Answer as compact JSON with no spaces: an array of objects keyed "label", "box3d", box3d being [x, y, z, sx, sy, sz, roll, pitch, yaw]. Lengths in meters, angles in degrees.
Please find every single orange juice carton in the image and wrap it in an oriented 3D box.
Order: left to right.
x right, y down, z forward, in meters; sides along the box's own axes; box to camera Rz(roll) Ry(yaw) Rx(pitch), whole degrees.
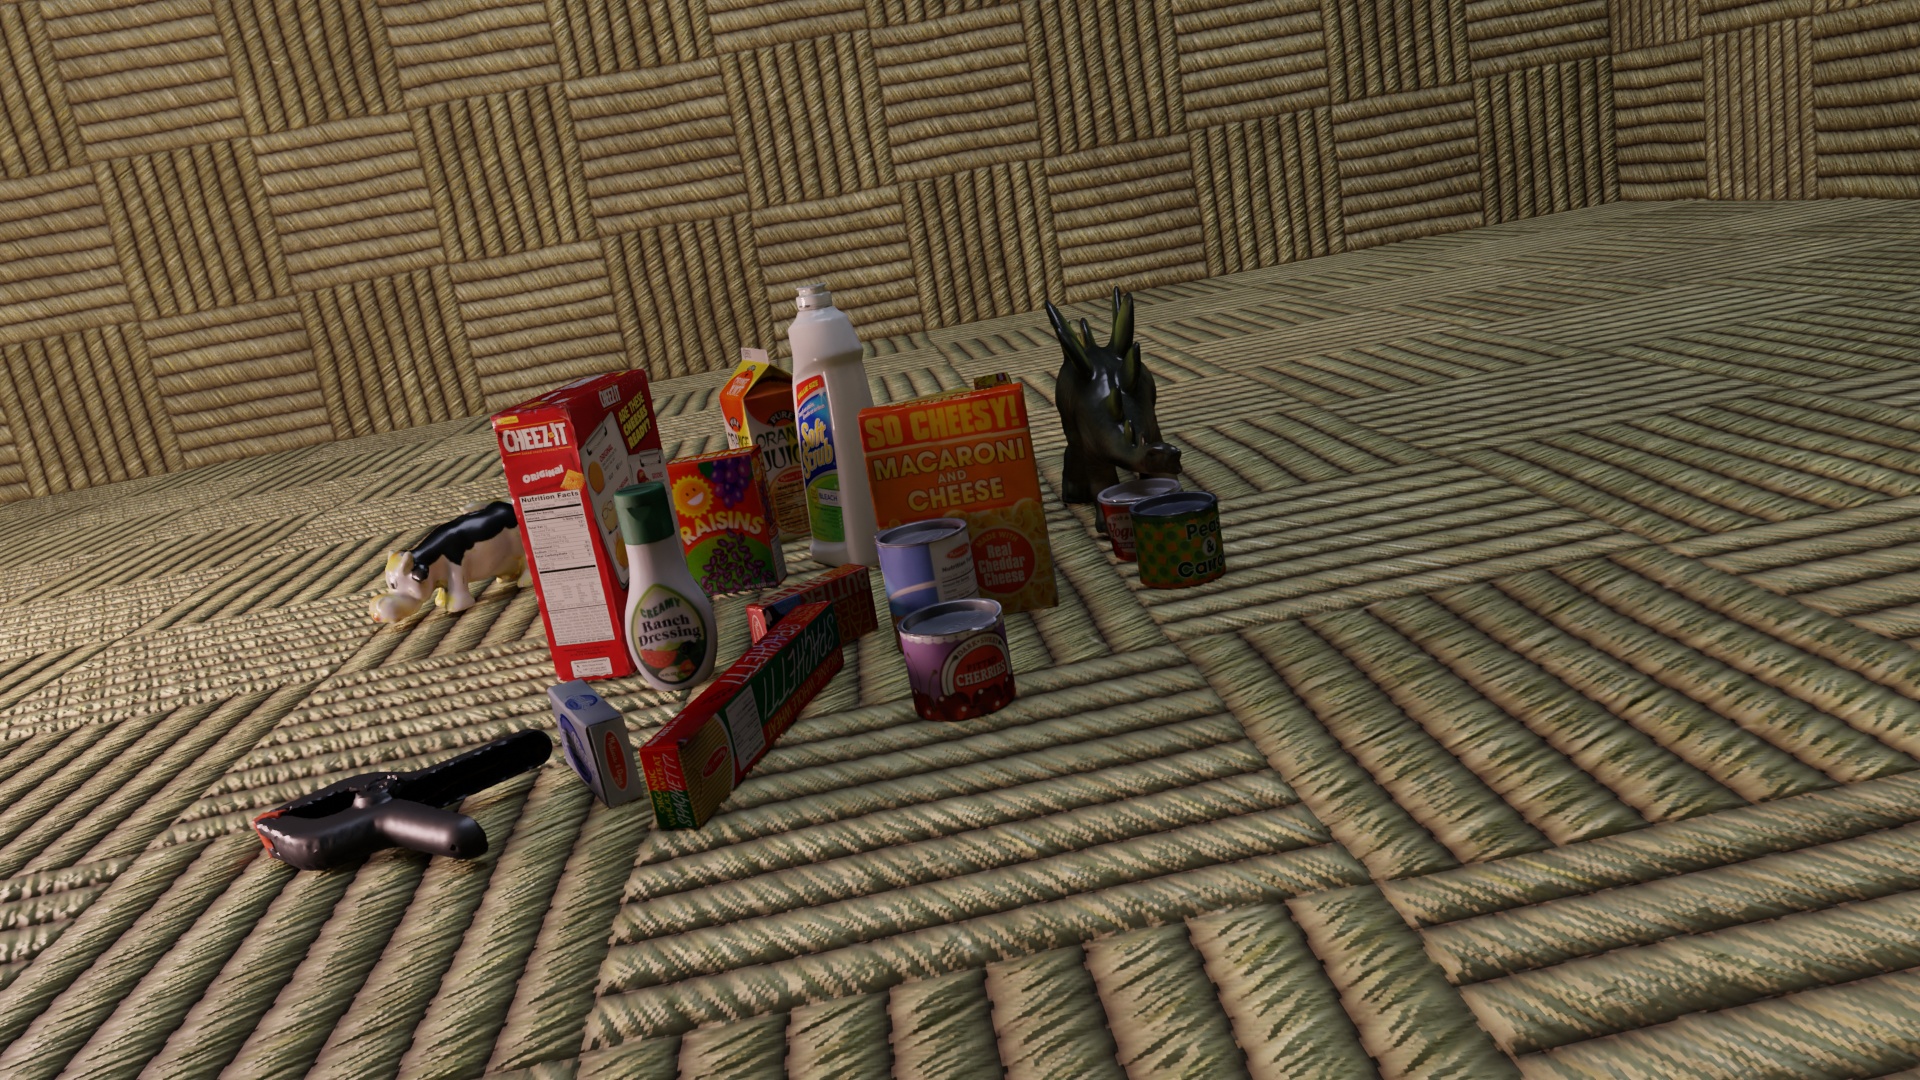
[{"label":"orange juice carton","box3d":[-0.188,-0.099,1.399,0.073,0.192,0.072,-17,15,-25]}]

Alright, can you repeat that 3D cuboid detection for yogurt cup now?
[{"label":"yogurt cup","box3d":[0.148,-0.016,1.123,0.072,0.053,0.072,-10,14,3]}]

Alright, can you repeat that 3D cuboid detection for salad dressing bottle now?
[{"label":"salad dressing bottle","box3d":[-0.215,0.033,0.999,0.064,0.147,0.044,-11,14,-3]}]

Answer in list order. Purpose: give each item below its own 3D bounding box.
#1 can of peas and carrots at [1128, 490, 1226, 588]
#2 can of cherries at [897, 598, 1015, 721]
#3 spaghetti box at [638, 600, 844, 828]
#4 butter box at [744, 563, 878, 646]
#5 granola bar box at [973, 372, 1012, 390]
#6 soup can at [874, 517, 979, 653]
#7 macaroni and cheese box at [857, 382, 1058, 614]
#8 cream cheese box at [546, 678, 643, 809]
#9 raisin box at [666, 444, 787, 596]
[{"label":"can of peas and carrots","box3d":[0.165,-0.001,1.041,0.071,0.058,0.071,-10,14,3]},{"label":"can of cherries","box3d":[-0.001,0.074,0.867,0.071,0.058,0.072,-10,14,3]},{"label":"spaghetti box","box3d":[-0.128,0.101,0.872,0.028,0.050,0.251,-6,15,17]},{"label":"butter box","box3d":[-0.108,0.057,1.021,0.024,0.053,0.104,4,20,44]},{"label":"granola bar box","box3d":[0.043,-0.089,1.334,0.039,0.124,0.166,-10,14,2]},{"label":"soup can","box3d":[-0.023,0.033,0.993,0.071,0.083,0.071,-10,14,3]},{"label":"macaroni and cheese box","box3d":[-0.001,-0.025,1.035,0.124,0.166,0.040,-9,14,5]},{"label":"cream cheese box","box3d":[-0.225,0.122,0.850,0.024,0.053,0.104,-17,16,-26]},{"label":"raisin box","box3d":[-0.209,-0.017,1.233,0.086,0.123,0.040,-8,14,9]}]
